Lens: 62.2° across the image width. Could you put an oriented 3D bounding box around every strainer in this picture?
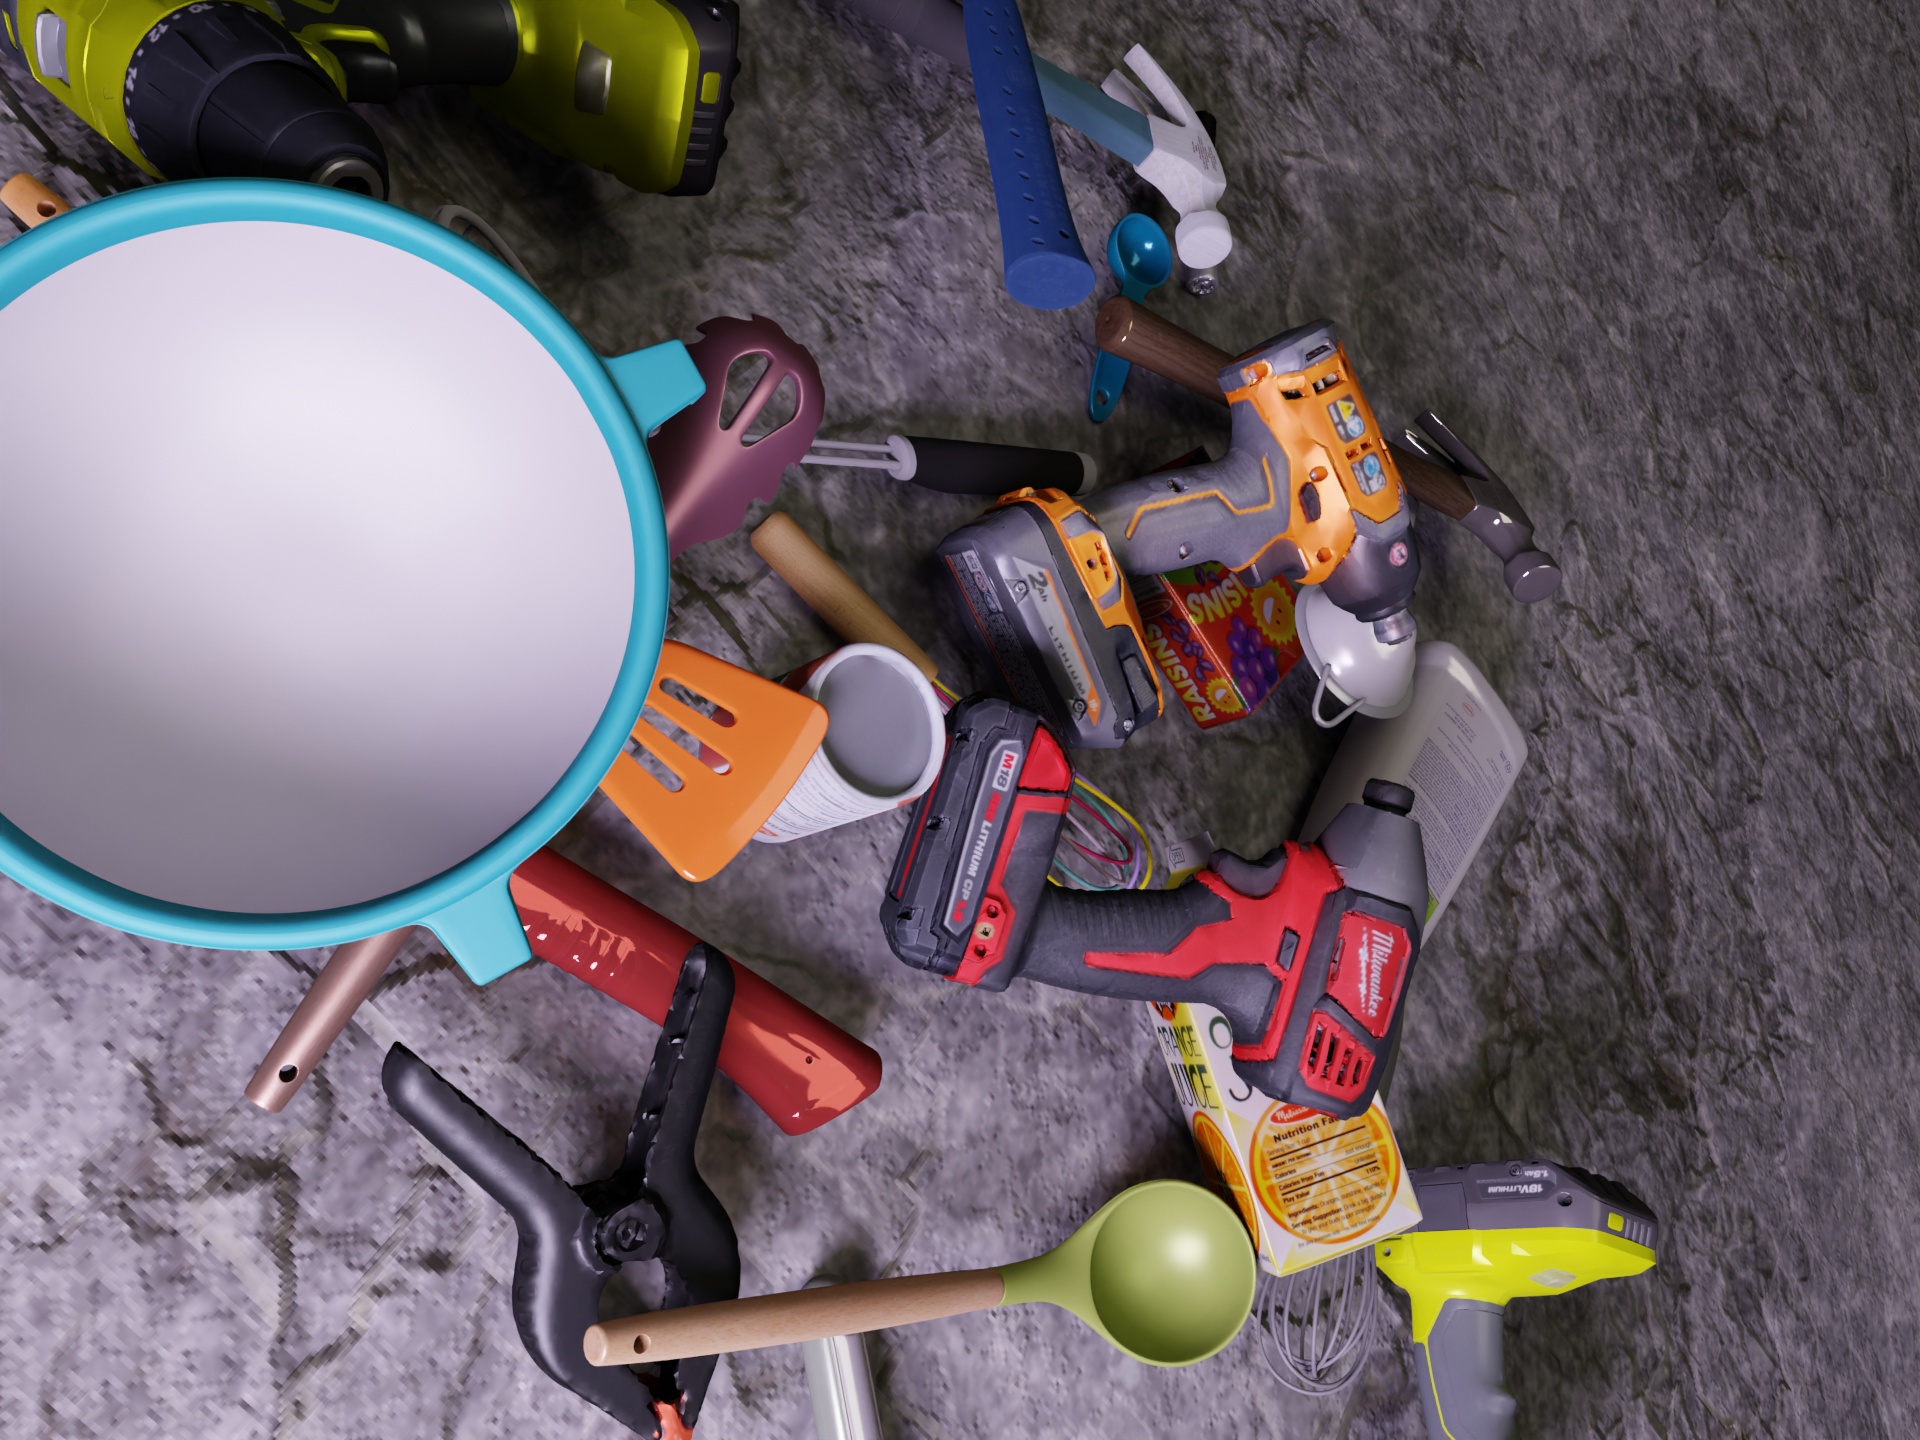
[{"bbox_3d":[-0.256,-0.060,0.457,0.340,0.095,0.211,17,83,-13],"label":"strainer"},{"bbox_3d":[0.241,-0.080,0.906,0.087,0.050,0.258,42,38,-9],"label":"strainer"}]

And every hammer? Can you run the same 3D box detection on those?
[{"bbox_3d":[0.211,-0.167,0.911,0.331,0.031,0.130,18,40,-31],"label":"hammer"},{"bbox_3d":[0.006,-0.348,0.818,0.330,0.033,0.128,18,52,-30],"label":"hammer"},{"bbox_3d":[-0.170,0.041,0.567,0.358,0.037,0.149,36,57,-25],"label":"hammer"},{"bbox_3d":[0.005,-0.372,0.783,0.144,0.035,0.406,11,58,-35],"label":"hammer"}]

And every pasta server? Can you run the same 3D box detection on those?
[{"bbox_3d":[-0.139,-0.011,0.535,0.060,0.040,0.316,36,77,-20],"label":"pasta server"}]

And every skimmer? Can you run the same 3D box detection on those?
[{"bbox_3d":[-0.058,-0.133,0.672,0.363,0.090,0.127,-3,61,-41],"label":"skimmer"}]

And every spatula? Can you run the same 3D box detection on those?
[{"bbox_3d":[-0.189,-0.072,0.550,0.322,0.041,0.081,42,73,-14],"label":"spatula"}]

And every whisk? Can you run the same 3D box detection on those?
[{"bbox_3d":[0.195,0.220,0.803,0.055,0.055,0.239,41,50,-22],"label":"whisk"},{"bbox_3d":[-0.028,0.331,0.586,0.057,0.059,0.246,4,69,-50],"label":"whisk"},{"bbox_3d":[0.000,-0.004,0.714,0.244,0.047,0.051,45,54,-15],"label":"whisk"}]

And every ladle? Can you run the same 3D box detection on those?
[{"bbox_3d":[0.003,0.221,0.609,0.320,0.062,0.078,12,75,-45],"label":"ladle"}]

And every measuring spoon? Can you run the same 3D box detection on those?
[{"bbox_3d":[0.084,-0.217,0.868,0.042,0.021,0.129,26,70,-31],"label":"measuring spoon"}]

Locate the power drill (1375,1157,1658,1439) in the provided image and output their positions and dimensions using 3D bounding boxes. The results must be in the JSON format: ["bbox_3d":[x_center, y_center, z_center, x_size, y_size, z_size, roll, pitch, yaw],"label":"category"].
[{"bbox_3d":[0.263,0.328,0.742,0.080,0.171,0.223,25,59,-32],"label":"power drill"}]

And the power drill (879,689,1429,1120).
[{"bbox_3d":[0.088,0.068,0.663,0.219,0.078,0.143,19,86,-7],"label":"power drill"}]

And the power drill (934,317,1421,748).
[{"bbox_3d":[0.119,-0.073,0.758,0.226,0.084,0.164,-31,101,-19],"label":"power drill"}]

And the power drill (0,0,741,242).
[{"bbox_3d":[-0.190,-0.227,0.555,0.191,0.080,0.228,38,40,26],"label":"power drill"}]
